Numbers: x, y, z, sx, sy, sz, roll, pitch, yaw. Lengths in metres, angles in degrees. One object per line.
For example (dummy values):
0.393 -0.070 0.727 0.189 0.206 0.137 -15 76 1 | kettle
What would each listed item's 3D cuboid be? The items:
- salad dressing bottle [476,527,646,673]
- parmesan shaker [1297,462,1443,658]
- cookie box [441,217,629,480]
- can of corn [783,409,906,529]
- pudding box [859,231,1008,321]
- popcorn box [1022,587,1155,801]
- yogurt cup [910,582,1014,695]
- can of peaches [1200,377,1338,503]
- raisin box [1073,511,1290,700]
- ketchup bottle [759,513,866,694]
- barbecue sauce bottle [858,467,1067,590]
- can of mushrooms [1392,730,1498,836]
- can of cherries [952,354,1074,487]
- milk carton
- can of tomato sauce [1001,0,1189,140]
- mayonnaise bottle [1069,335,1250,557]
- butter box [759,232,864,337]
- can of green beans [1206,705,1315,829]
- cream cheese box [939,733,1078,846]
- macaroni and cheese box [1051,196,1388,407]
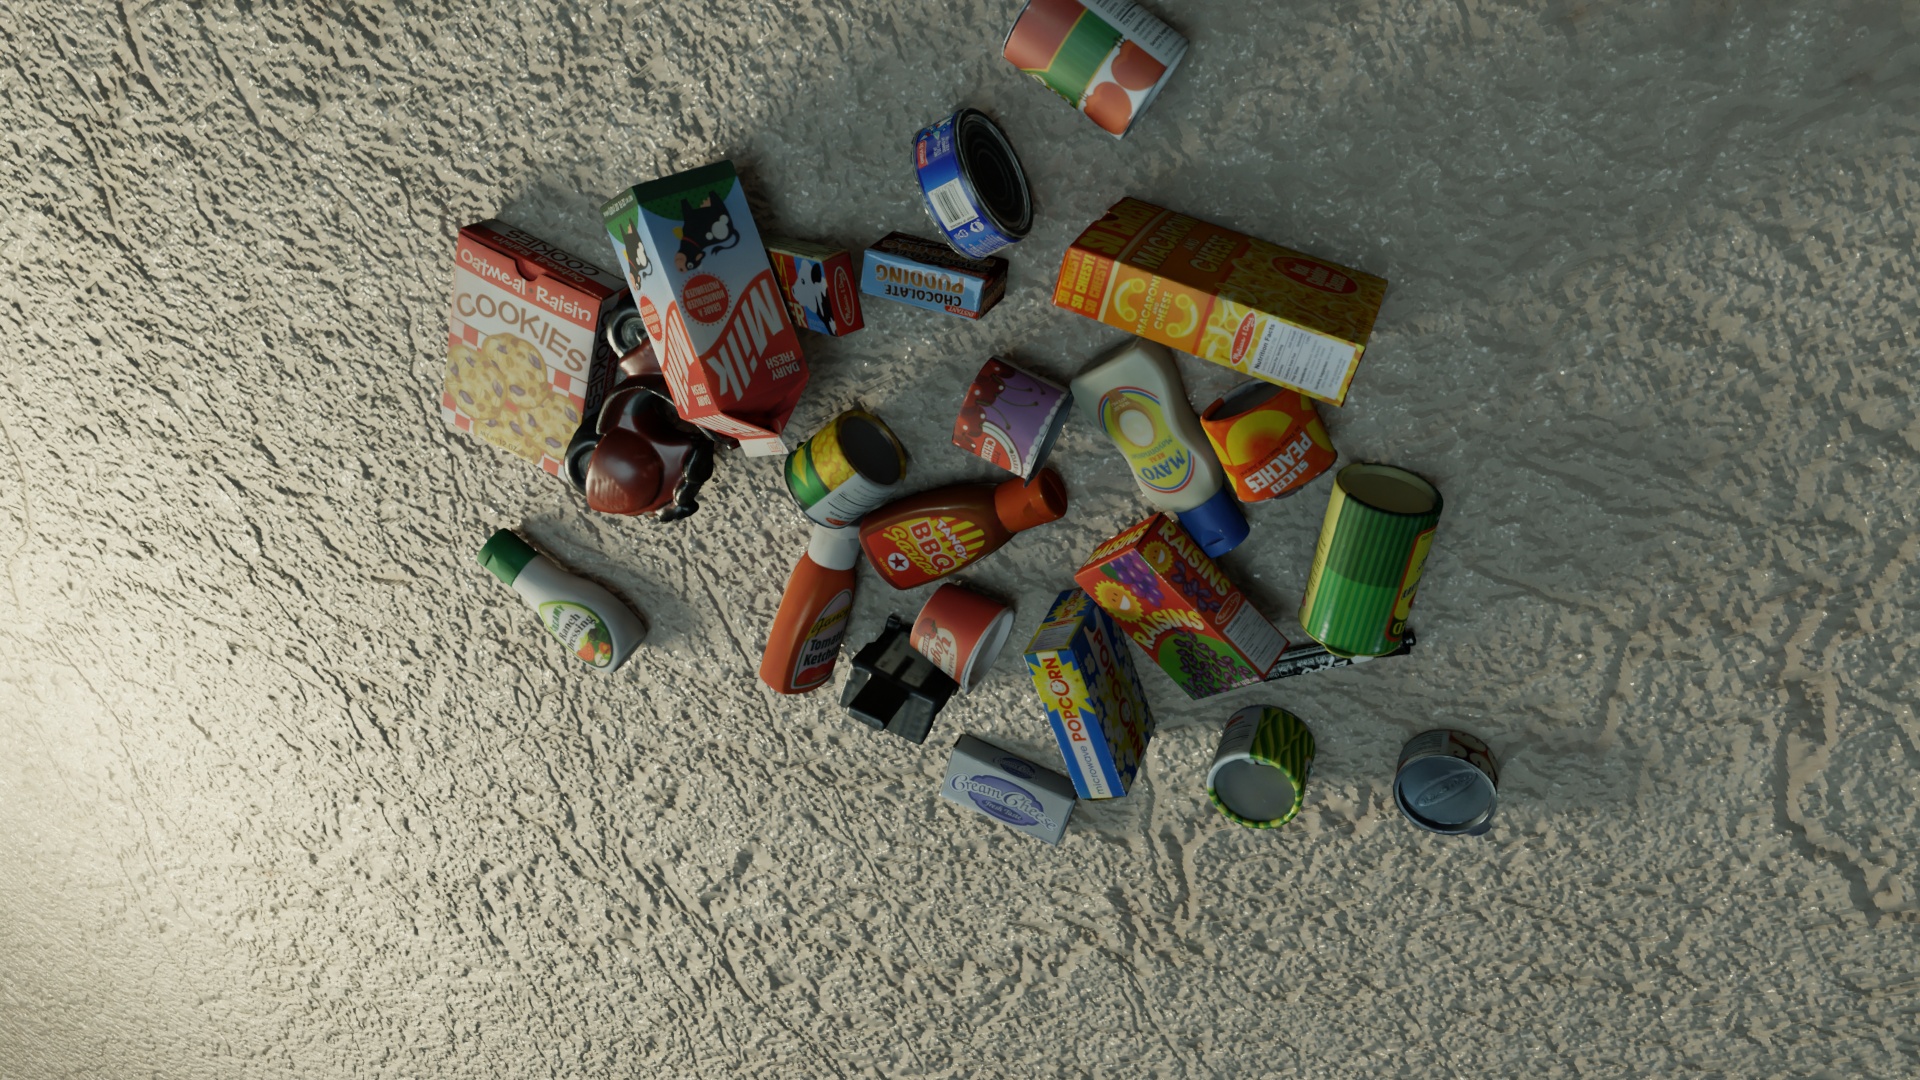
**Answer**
-0.333 0.048 1.155 0.147 0.044 0.064 38 124 0 | salad dressing bottle
0.253 0.013 0.861 0.071 0.072 0.102 16 123 15 | parmesan shaker
-0.322 -0.140 1.044 0.123 0.040 0.166 26 125 8 | cookie box
-0.081 -0.052 0.975 0.058 0.071 0.071 -34 101 34 | can of corn
-0.017 -0.169 0.889 0.084 0.050 0.030 17 122 14 | pudding box
0.093 0.107 0.976 0.038 0.085 0.126 -10 114 29 | popcorn box
0.000 0.066 1.008 0.054 0.073 0.072 29 126 16 | yogurt cup
0.188 -0.063 0.847 0.071 0.071 0.058 -20 107 31 | can of peaches
0.146 0.045 0.927 0.123 0.040 0.086 45 153 -6 | raisin box
-0.107 0.043 1.045 0.043 0.065 0.148 33 119 26 | ketchup bottle
0.003 -0.012 0.973 0.148 0.044 0.064 -19 118 31 | barbecue sauce bottle
0.330 0.165 0.938 0.071 0.034 0.070 10 121 18 | can of mushrooms
0.033 -0.078 0.906 0.058 0.072 0.071 27 125 8 | can of cherries
-0.162 -0.145 0.920 0.072 0.074 0.190 2 114 59 | milk carton
0.075 -0.274 0.779 0.083 0.071 0.070 36 126 0 | can of tomato sauce
0.134 -0.057 0.891 0.064 0.041 0.148 -26 106 34 | mayonnaise bottle
-0.104 -0.169 0.914 0.103 0.024 0.053 24 132 48 | butter box
0.211 0.159 0.971 0.071 0.058 0.071 11 122 18 | can of green beans
0.038 0.196 1.088 0.104 0.024 0.053 22 124 11 | cream cheese box
0.150 -0.141 0.786 0.166 0.124 0.040 22 122 11 | macaroni and cheese box
